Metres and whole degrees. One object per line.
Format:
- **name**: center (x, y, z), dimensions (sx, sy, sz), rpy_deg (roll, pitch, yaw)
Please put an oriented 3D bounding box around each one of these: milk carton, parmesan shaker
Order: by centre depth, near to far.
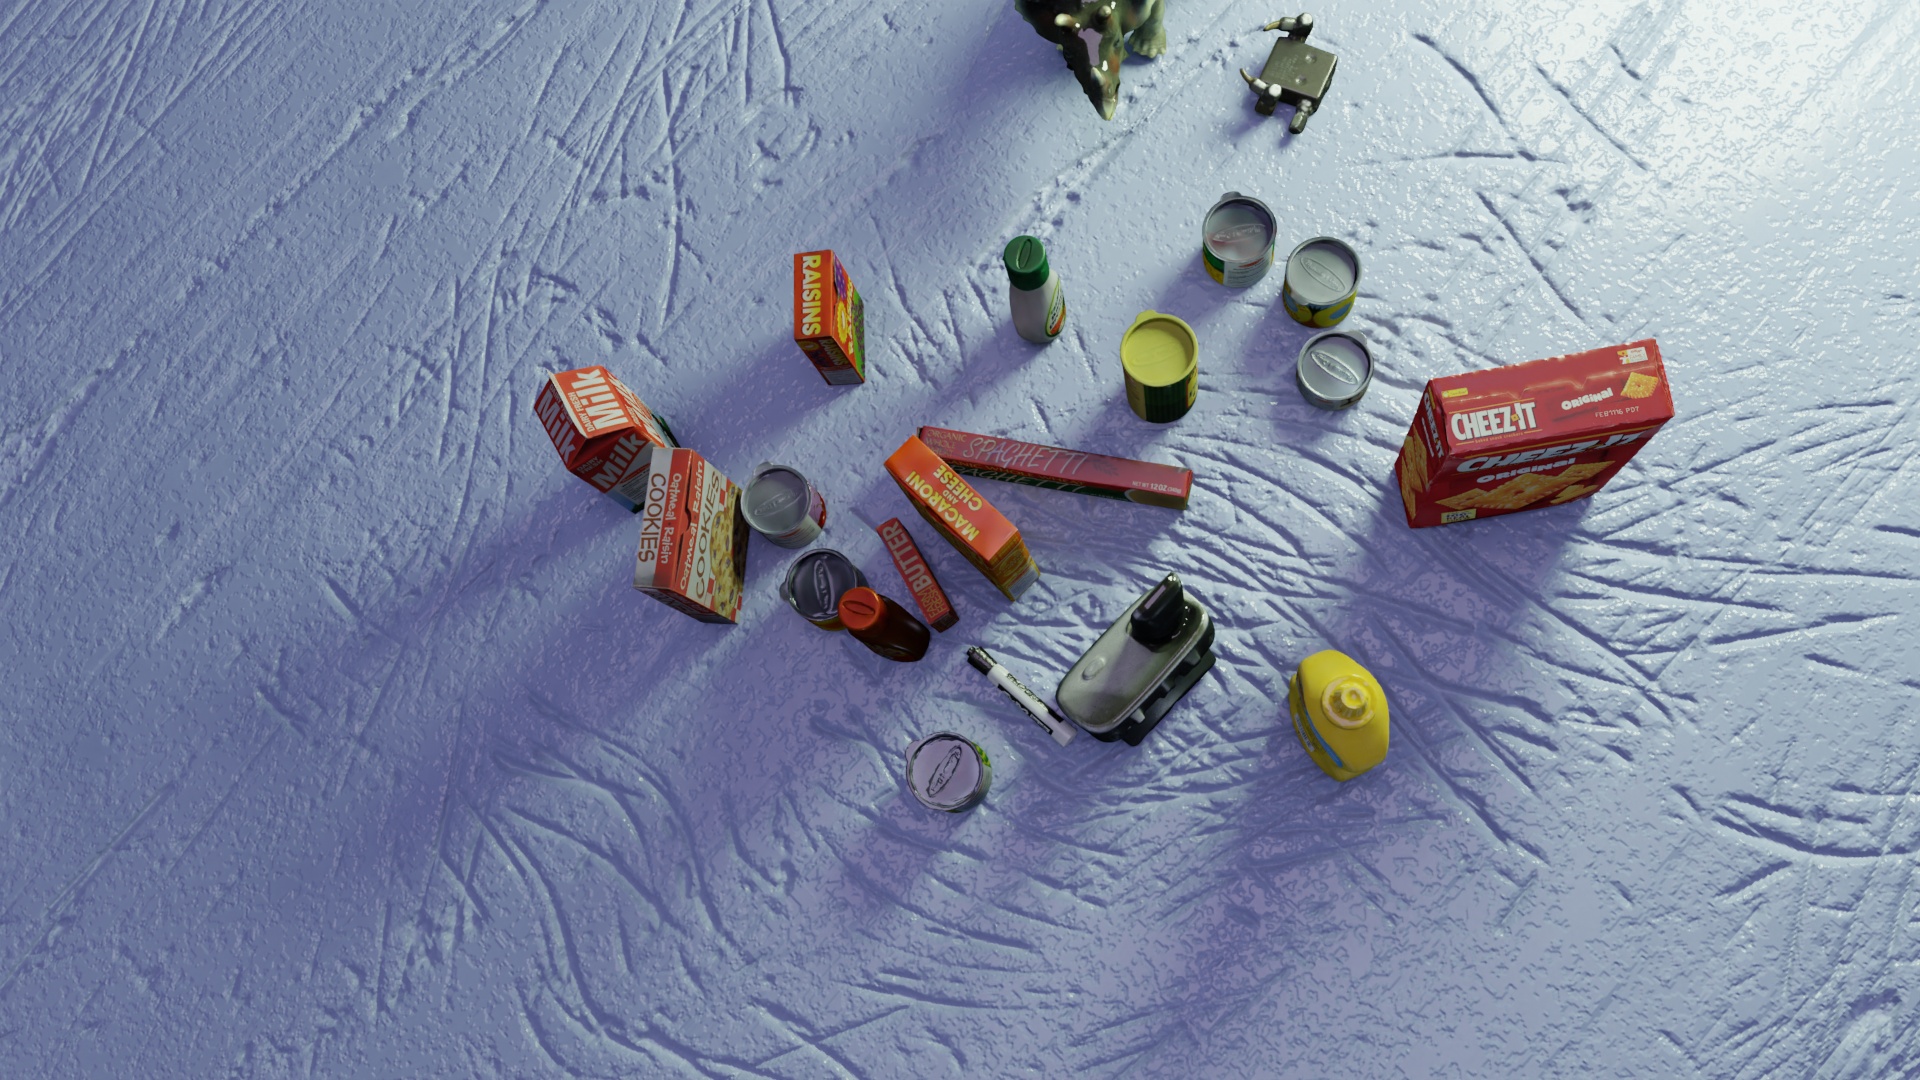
- **parmesan shaker**: center (0.176, -0.153, 1.229), dimensions (0.071, 0.103, 0.071), rpy_deg (-2, 76, 9)
- **milk carton**: center (-0.317, -0.094, 1.253), dimensions (0.073, 0.190, 0.072), rpy_deg (-33, 73, 1)

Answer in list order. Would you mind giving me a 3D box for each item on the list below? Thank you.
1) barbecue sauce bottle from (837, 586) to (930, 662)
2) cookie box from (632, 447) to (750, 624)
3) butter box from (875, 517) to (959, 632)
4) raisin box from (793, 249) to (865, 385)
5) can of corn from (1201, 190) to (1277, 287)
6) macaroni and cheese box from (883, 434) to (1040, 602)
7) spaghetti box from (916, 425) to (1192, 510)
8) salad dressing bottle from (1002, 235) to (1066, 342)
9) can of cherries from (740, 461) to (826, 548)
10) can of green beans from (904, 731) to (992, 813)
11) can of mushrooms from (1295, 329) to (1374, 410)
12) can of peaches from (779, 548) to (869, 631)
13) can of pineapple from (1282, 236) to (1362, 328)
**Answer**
- **barbecue sauce bottle**: center (-0.070, 0.071, 1.191), dimensions (0.065, 0.148, 0.044), rpy_deg (16, 80, 13)
- **cookie box**: center (-0.231, 0.000, 1.227), dimensions (0.040, 0.167, 0.123), rpy_deg (2, 77, 11)
- **butter box**: center (-0.038, 0.031, 1.245), dimensions (0.024, 0.053, 0.104), rpy_deg (-31, 73, 2)
- **raisin box**: center (-0.120, -0.203, 1.282), dimensions (0.040, 0.123, 0.086), rpy_deg (-3, 76, 9)
- **can of corn**: center (0.254, -0.274, 1.270), dimensions (0.071, 0.058, 0.071), rpy_deg (-2, 76, 9)
- **macaroni and cheese box**: center (0.004, -0.015, 1.190), dimensions (0.124, 0.166, 0.040), rpy_deg (43, 87, 16)
- **spaghetti box**: center (0.082, -0.065, 1.250), dimensions (0.250, 0.050, 0.029), rpy_deg (10, 78, 12)
- **salad dressing bottle**: center (0.066, -0.225, 1.243), dimensions (0.044, 0.147, 0.064), rpy_deg (14, 79, 13)
- **can of cherries**: center (-0.162, -0.033, 1.280), dimensions (0.071, 0.058, 0.071), rpy_deg (-2, 76, 9)
- **can of green beans**: center (-0.009, 0.200, 1.195), dimensions (0.071, 0.057, 0.071), rpy_deg (-2, 76, 9)
- **can of mushrooms**: center (0.334, -0.153, 1.238), dimensions (0.071, 0.033, 0.071), rpy_deg (-2, 76, 9)
- **can of peaches**: center (-0.121, 0.046, 1.253), dimensions (0.071, 0.058, 0.071), rpy_deg (-2, 76, 9)
- **can of pineapple**: center (0.322, -0.230, 1.247), dimensions (0.071, 0.057, 0.071), rpy_deg (-2, 76, 9)
